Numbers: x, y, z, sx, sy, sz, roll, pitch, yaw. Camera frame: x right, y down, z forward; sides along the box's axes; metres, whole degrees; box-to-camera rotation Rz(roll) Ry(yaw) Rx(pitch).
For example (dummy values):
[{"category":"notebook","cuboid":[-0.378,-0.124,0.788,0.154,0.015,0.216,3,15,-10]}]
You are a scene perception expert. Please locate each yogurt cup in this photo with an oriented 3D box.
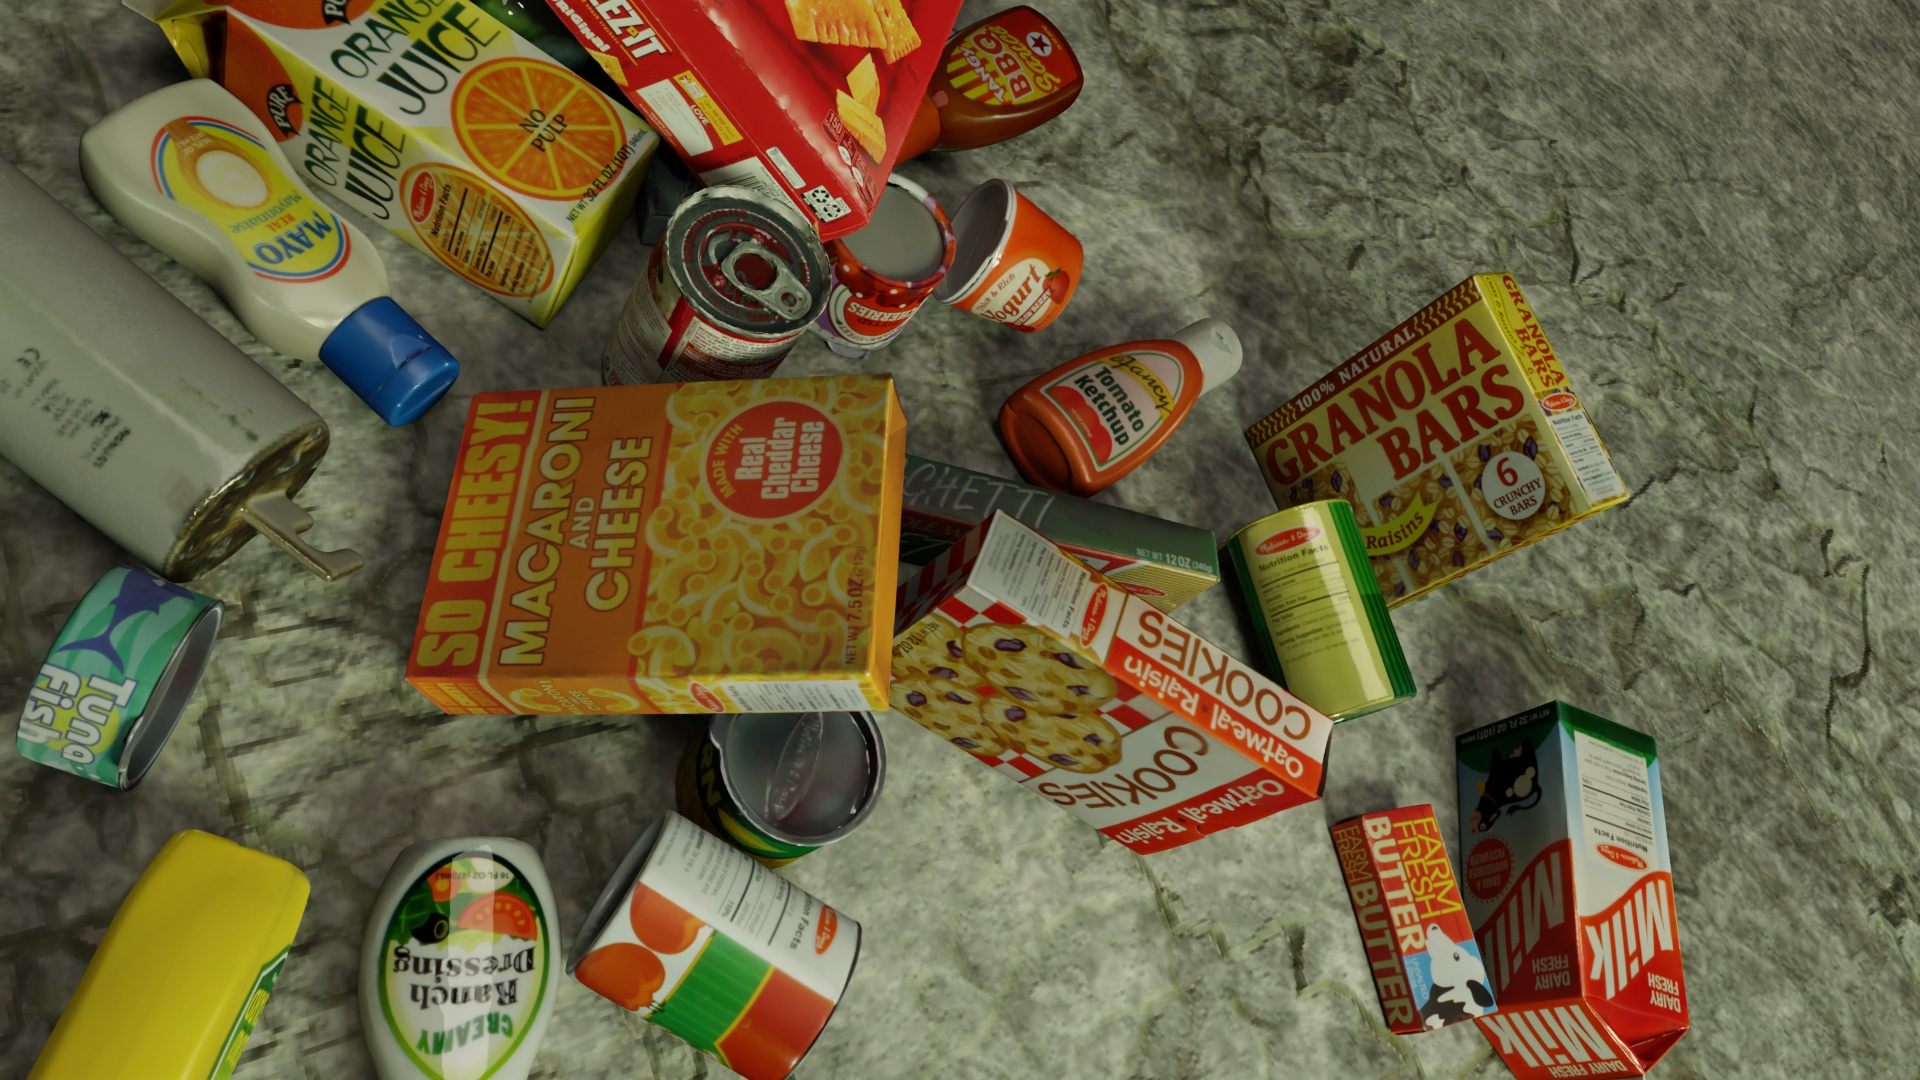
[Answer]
[{"category":"yogurt cup","cuboid":[0.025,-0.140,0.699,0.054,0.072,0.073,24,57,-28]}]

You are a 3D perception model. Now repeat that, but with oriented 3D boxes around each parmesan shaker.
[{"category":"parmesan shaker","cuboid":[0.179,0.040,0.702,0.071,0.071,0.103,-5,71,-31]}]

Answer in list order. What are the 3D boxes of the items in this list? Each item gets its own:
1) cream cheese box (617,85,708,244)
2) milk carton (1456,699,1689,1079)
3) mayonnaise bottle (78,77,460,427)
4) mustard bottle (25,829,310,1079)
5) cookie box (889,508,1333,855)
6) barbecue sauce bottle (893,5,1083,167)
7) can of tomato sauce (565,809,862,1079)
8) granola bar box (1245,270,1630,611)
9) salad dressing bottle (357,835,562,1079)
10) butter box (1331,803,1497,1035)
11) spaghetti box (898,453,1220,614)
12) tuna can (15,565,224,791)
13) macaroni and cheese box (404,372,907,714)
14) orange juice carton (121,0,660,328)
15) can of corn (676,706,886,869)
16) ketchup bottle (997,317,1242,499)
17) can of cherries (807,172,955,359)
[{"category":"cream cheese box","cuboid":[-0.130,-0.188,0.657,0.053,0.024,0.104,0,68,-30]},{"category":"milk carton","cuboid":[0.305,0.186,0.697,0.073,0.072,0.191,21,58,-20]},{"category":"mayonnaise bottle","cuboid":[-0.259,-0.108,0.534,0.148,0.041,0.065,44,52,-4]},{"category":"mustard bottle","cuboid":[-0.245,0.167,0.401,0.049,0.065,0.161,23,64,-13]},{"category":"cookie box","cuboid":[0.049,0.067,0.576,0.167,0.122,0.040,32,57,-13]},{"category":"barbecue sauce bottle","cuboid":[0.000,-0.237,0.743,0.149,0.043,0.065,-37,89,-36]},{"category":"can of tomato sauce","cuboid":[-0.089,0.147,0.497,0.083,0.071,0.071,35,55,-11]},{"category":"granola bar box","cuboid":[0.235,-0.041,0.708,0.039,0.165,0.124,-12,74,-36]},{"category":"salad dressing bottle","cuboid":[-0.164,0.174,0.453,0.064,0.043,0.148,5,65,-23]},{"category":"butter box","cuboid":[0.221,0.184,0.680,0.053,0.024,0.104,-2,69,-31]},{"category":"spaghetti box","cuboid":[0.002,-0.008,0.631,0.250,0.050,0.029,13,60,-24]},{"category":"tuna can","cuboid":[-0.266,0.044,0.441,0.033,0.070,0.071,24,58,-16]},{"category":"macaroni and cheese box","cuboid":[-0.107,0.002,0.517,0.166,0.040,0.124,-2,62,8]},{"category":"orange juice carton","cuboid":[-0.229,-0.180,0.567,0.192,0.072,0.072,33,55,-12]},{"category":"can of corn","cuboid":[-0.073,0.089,0.536,0.071,0.058,0.071,12,62,-24]},{"category":"ketchup bottle","cuboid":[0.088,-0.074,0.716,0.149,0.043,0.065,-32,85,-37]},{"category":"can of cherries","cuboid":[-0.043,-0.130,0.658,0.071,0.058,0.072,13,61,-24]}]
